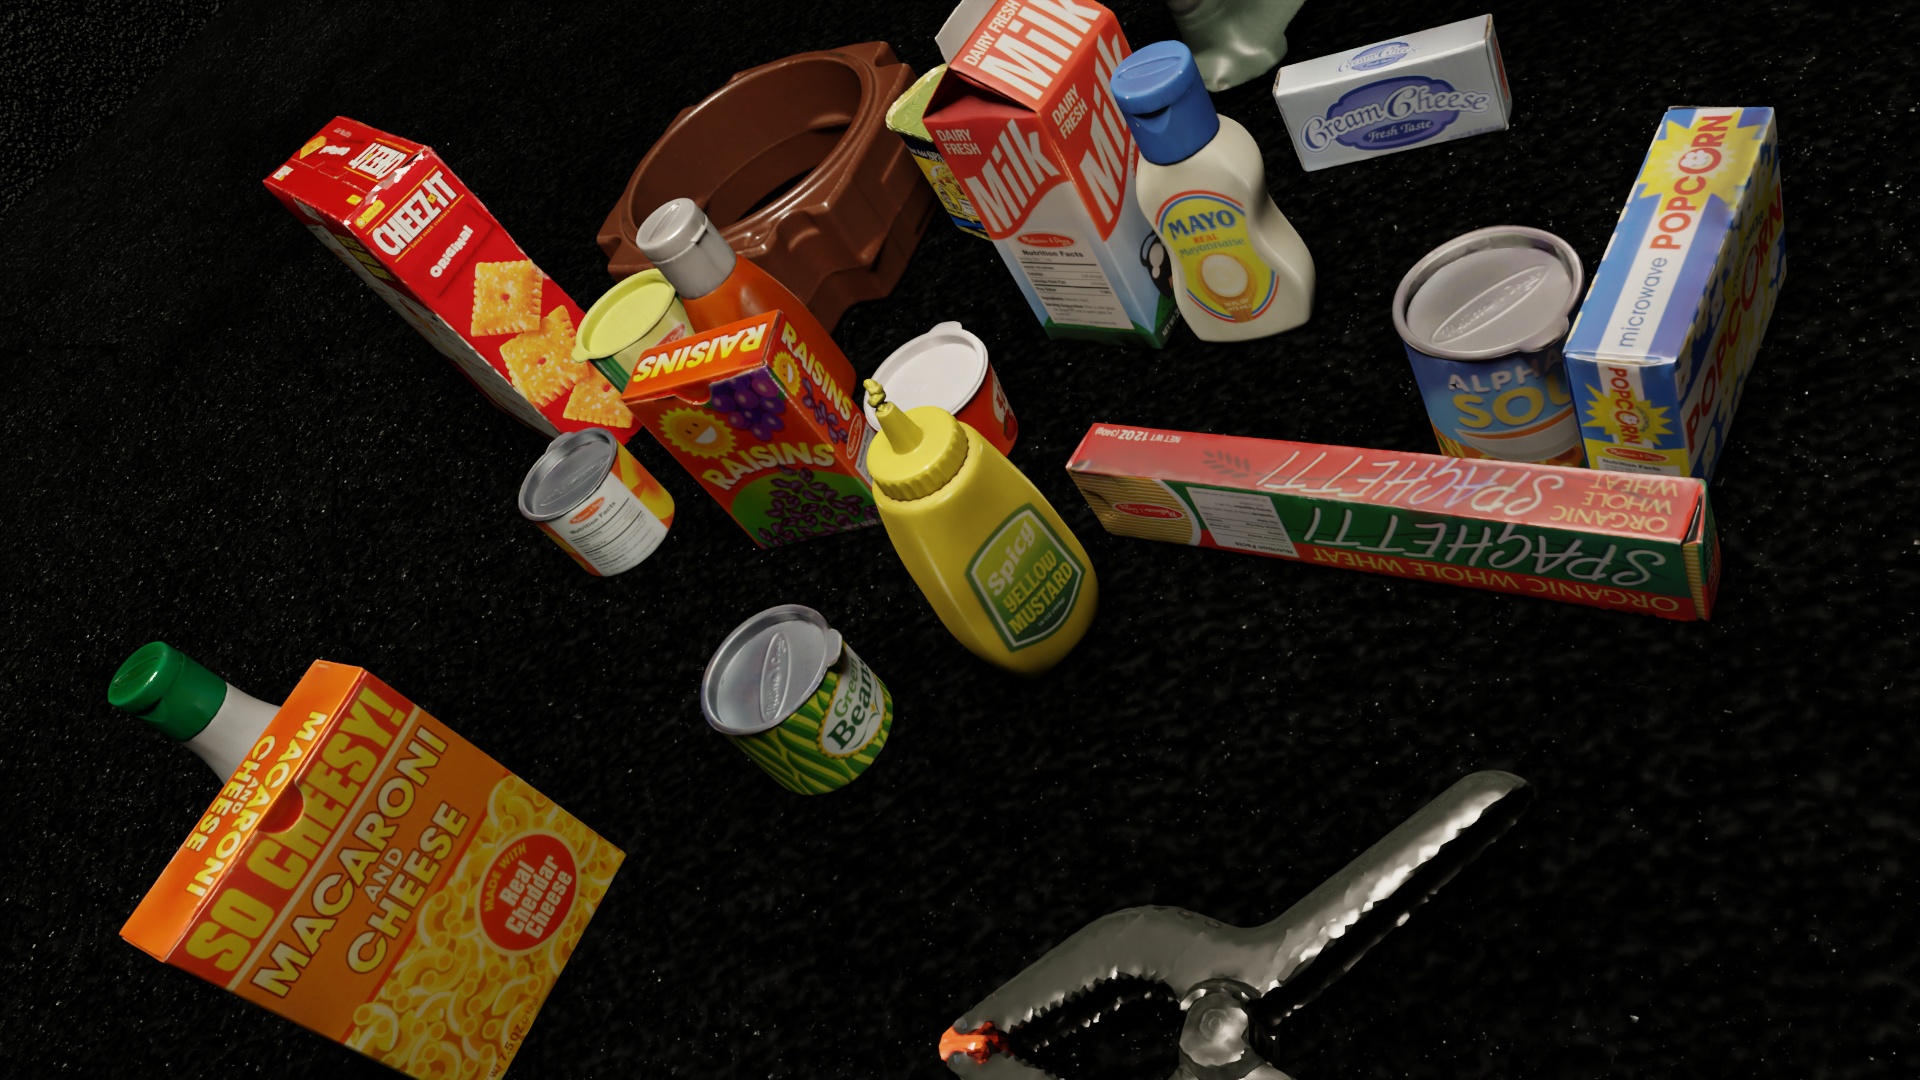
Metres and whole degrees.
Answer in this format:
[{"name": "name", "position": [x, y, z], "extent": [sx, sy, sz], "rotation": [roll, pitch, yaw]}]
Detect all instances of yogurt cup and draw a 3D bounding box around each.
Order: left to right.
[{"name": "yogurt cup", "position": [-0.007, -0.064, 0.696], "extent": [0.072, 0.053, 0.073], "rotation": [-19, 45, 20]}]

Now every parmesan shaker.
[{"name": "parmesan shaker", "position": [-0.162, -0.093, 0.791], "extent": [0.071, 0.102, 0.072], "rotation": [-19, 45, 20]}]

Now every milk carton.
[{"name": "milk carton", "position": [0.049, -0.183, 0.663], "extent": [0.073, 0.190, 0.072], "rotation": [12, 61, 41]}]

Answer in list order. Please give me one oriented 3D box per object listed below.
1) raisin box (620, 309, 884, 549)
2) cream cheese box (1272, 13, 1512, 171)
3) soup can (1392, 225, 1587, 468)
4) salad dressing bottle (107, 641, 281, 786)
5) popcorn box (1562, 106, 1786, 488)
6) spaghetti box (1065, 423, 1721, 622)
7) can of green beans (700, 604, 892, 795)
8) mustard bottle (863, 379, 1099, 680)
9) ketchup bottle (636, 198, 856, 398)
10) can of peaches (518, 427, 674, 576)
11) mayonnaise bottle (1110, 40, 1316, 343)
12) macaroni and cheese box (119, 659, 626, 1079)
[{"name": "raisin box", "position": [-0.095, -0.051, 0.693], "extent": [0.086, 0.123, 0.040], "rotation": [-11, 48, 27]}, {"name": "cream cheese box", "position": [0.213, -0.219, 0.686], "extent": [0.103, 0.053, 0.024], "rotation": [-5, 51, 31]}, {"name": "soup can", "position": [0.209, -0.065, 0.528], "extent": [0.071, 0.083, 0.072], "rotation": [-19, 45, 20]}, {"name": "salad dressing bottle", "position": [-0.364, 0.106, 0.716], "extent": [0.064, 0.147, 0.044], "rotation": [-29, 42, 9]}, {"name": "popcorn box", "position": [0.264, -0.084, 0.508], "extent": [0.038, 0.085, 0.127], "rotation": [11, 60, 40]}, {"name": "spaghetti box", "position": [0.157, -0.011, 0.541], "extent": [0.250, 0.050, 0.029], "rotation": [9, 59, 39]}, {"name": "can of green beans", "position": [-0.071, 0.071, 0.616], "extent": [0.071, 0.057, 0.071], "rotation": [-19, 45, 20]}, {"name": "mustard bottle", "position": [0.002, -0.007, 0.560], "extent": [0.065, 0.159, 0.049], "rotation": [-49, 43, -12]}, {"name": "ketchup bottle", "position": [-0.114, -0.117, 0.745], "extent": [0.043, 0.148, 0.065], "rotation": [6, 58, 38]}, {"name": "can of peaches", "position": [-0.206, -0.023, 0.792], "extent": [0.071, 0.058, 0.071], "rotation": [-19, 45, 20]}, {"name": "mayonnaise bottle", "position": [0.111, -0.153, 0.625], "extent": [0.064, 0.147, 0.041], "rotation": [-6, 51, 31]}, {"name": "macaroni and cheese box", "position": [-0.231, 0.145, 0.577], "extent": [0.040, 0.166, 0.124], "rotation": [4, 56, 37]}]
